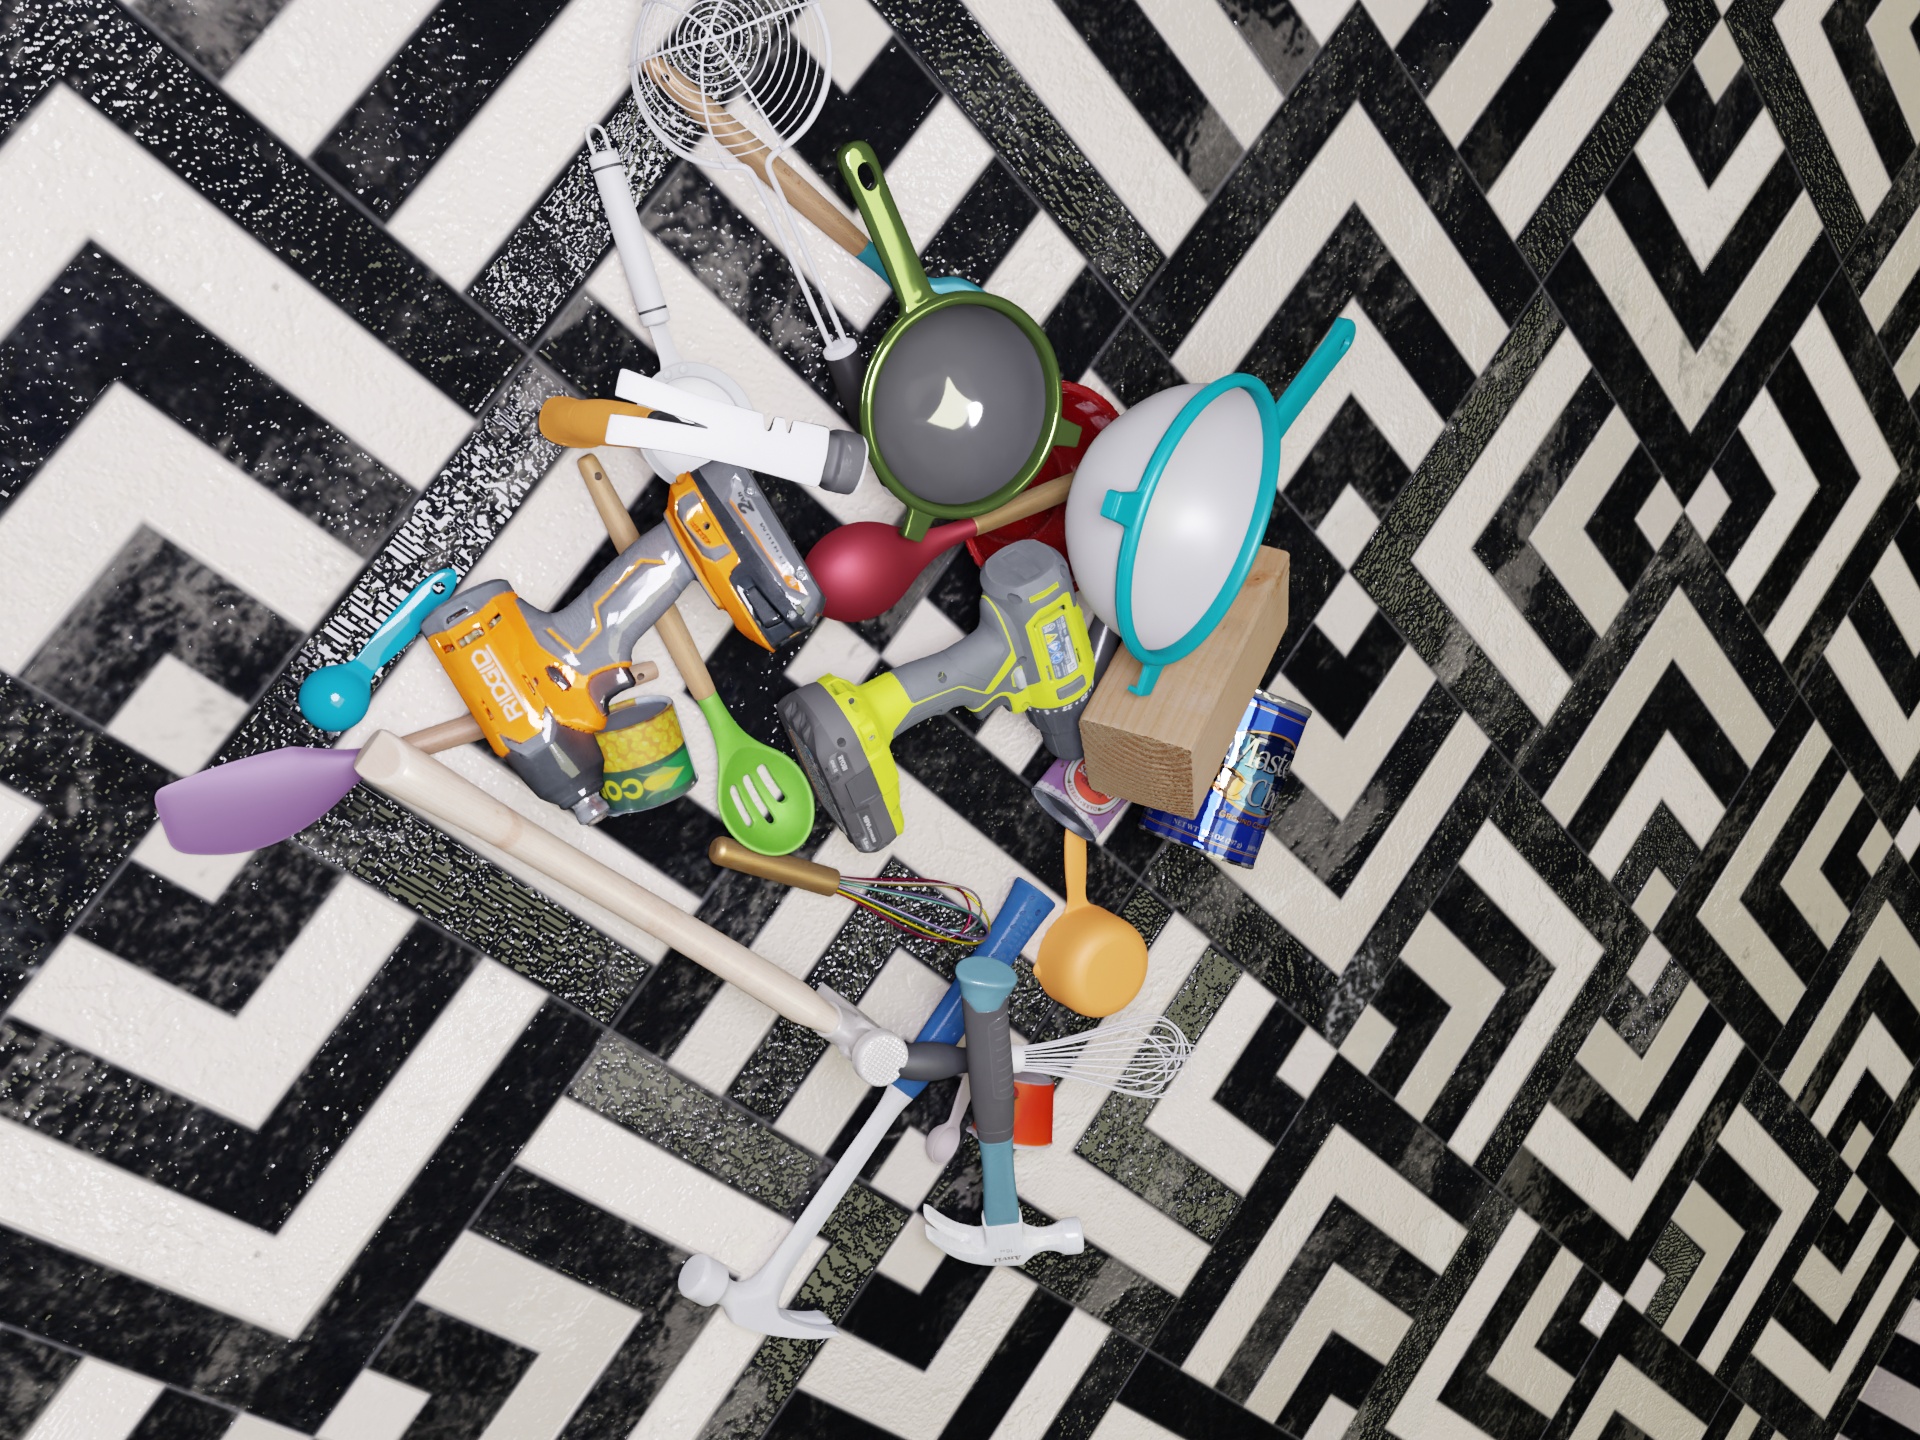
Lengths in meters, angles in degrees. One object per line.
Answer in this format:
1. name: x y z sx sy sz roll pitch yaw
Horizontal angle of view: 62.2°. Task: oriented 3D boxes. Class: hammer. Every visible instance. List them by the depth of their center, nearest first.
1. hammer: -0.180 -0.162 0.879 0.127 0.337 0.034 9 96 -32
2. hammer: -0.218 0.124 1.069 0.410 0.146 0.038 36 81 -26
3. hammer: 0.028 0.309 1.224 0.128 0.033 0.330 -7 125 -3
4. hammer: -0.050 0.304 1.258 0.144 0.035 0.405 41 80 -32

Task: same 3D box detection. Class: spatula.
1. spatula: -0.341 0.016 1.016 0.316 0.018 0.059 -21 117 -25
2. spatula: -0.083 -0.334 1.072 0.317 0.044 0.082 34 109 -31

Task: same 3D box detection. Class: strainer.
1. strainer: -0.194 -0.253 1.027 0.087 0.050 0.258 -26 109 -31
2. strainer: -0.031 -0.258 1.054 0.151 0.069 0.256 -34 118 -15
3. strainer: 0.173 -0.196 1.156 0.340 0.095 0.210 -51 147 -27

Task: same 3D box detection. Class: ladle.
1. ladle: 0.029 -0.146 1.133 0.315 0.031 0.069 -25 117 -26

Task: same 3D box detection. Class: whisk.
1. whisk: -0.078 0.125 1.198 0.244 0.051 0.047 20 70 -30
2. whisk: 0.131 -0.110 1.262 0.055 0.055 0.239 14 99 -34
3. whisk: 0.068 0.268 1.270 0.284 0.070 0.070 5 99 -27

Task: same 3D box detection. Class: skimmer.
1. skimmer: -0.101 -0.312 1.052 0.127 0.090 0.362 -15 133 10

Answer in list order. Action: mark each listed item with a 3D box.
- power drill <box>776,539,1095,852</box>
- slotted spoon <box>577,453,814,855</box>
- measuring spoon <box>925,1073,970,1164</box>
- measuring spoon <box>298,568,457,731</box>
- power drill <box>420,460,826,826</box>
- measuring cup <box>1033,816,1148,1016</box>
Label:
1. power drill: -0.002 -0.004 1.158 0.228 0.080 0.190 -31 133 -13
2. slotted spoon: -0.185 -0.041 1.094 0.070 0.031 0.313 -36 116 -25
3. measuring spoon: -0.001 0.302 1.303 0.034 0.018 0.124 30 78 -52
4. measuring spoon: -0.357 -0.045 0.988 0.128 0.021 0.042 -50 122 -10
5. power drill: -0.199 -0.048 0.994 0.226 0.084 0.164 -31 92 -1
6. measuring cup: 0.111 0.163 1.311 0.095 0.052 0.173 -15 111 -28
